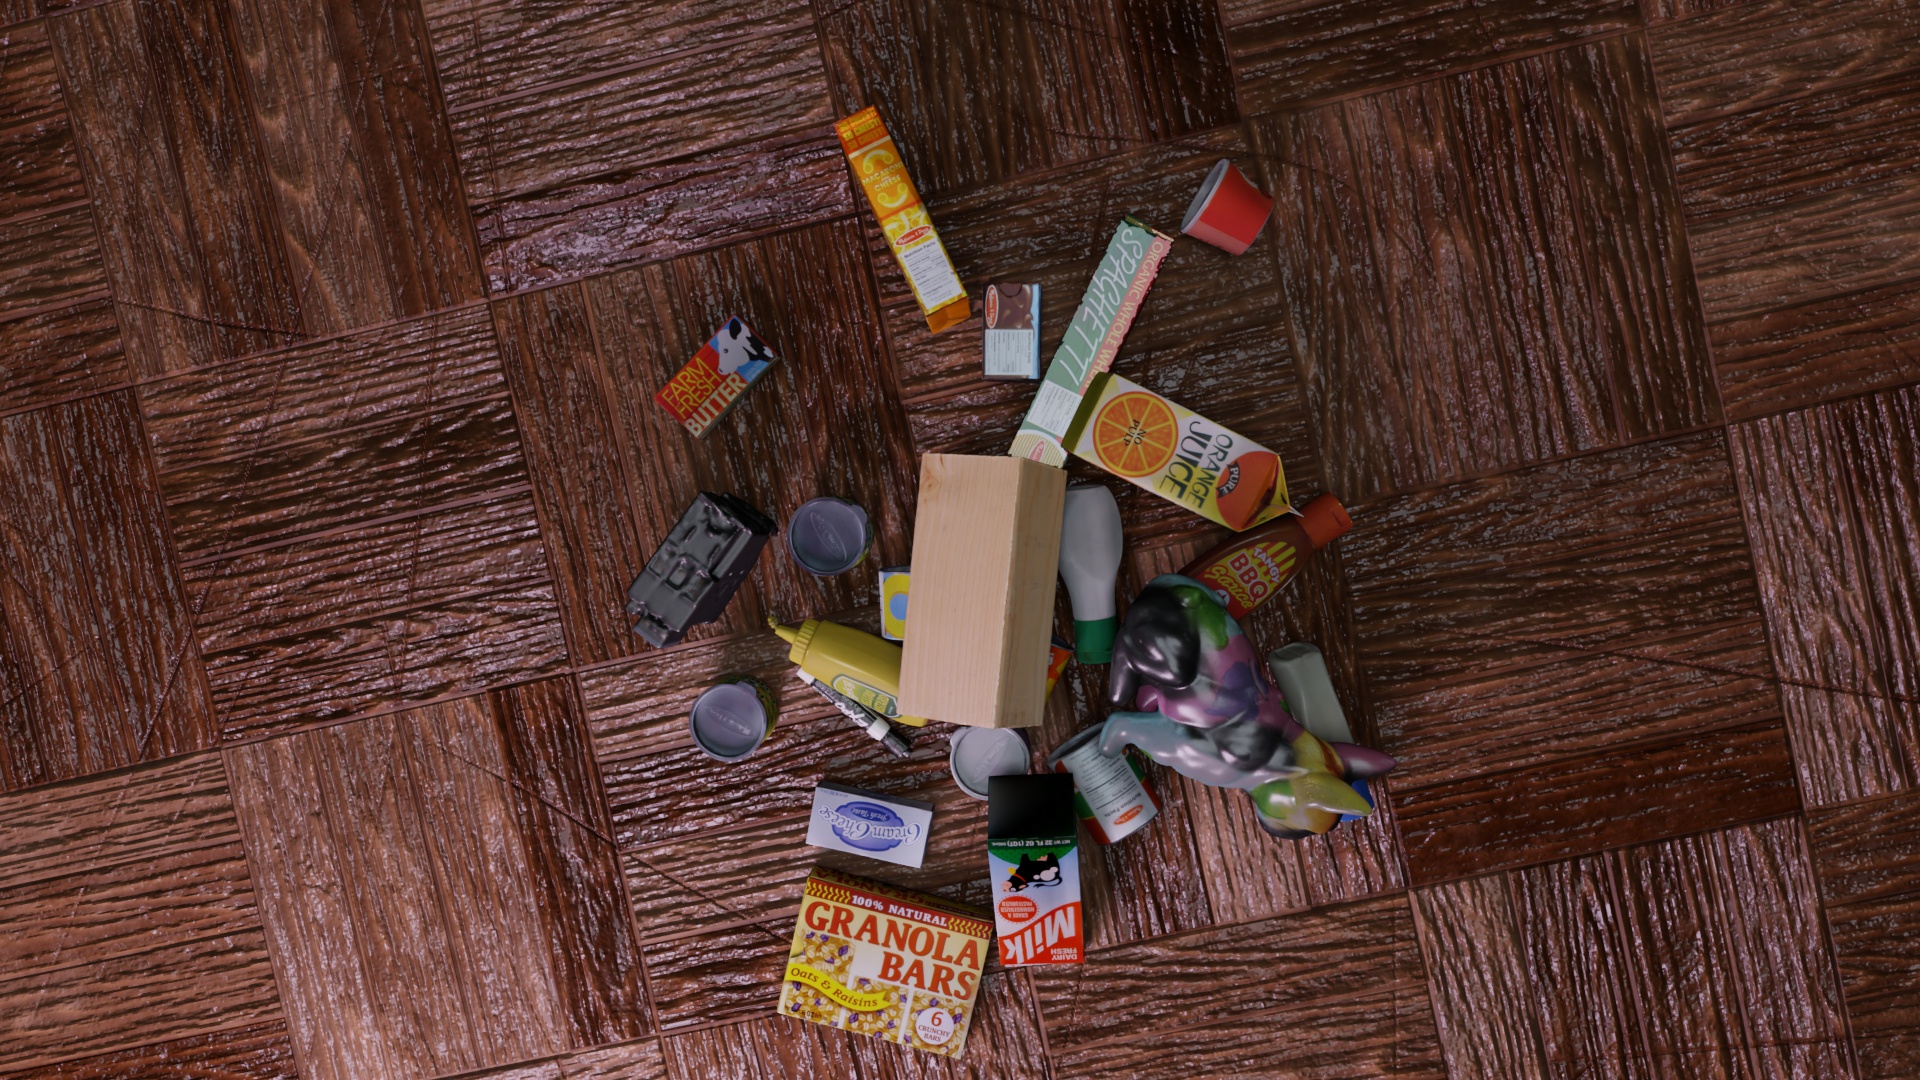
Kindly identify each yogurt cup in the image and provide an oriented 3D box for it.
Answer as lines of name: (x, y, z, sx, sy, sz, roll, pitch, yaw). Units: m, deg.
yogurt cup: (0.221, -0.271, 1.142, 0.054, 0.072, 0.072, 29, 94, -6)

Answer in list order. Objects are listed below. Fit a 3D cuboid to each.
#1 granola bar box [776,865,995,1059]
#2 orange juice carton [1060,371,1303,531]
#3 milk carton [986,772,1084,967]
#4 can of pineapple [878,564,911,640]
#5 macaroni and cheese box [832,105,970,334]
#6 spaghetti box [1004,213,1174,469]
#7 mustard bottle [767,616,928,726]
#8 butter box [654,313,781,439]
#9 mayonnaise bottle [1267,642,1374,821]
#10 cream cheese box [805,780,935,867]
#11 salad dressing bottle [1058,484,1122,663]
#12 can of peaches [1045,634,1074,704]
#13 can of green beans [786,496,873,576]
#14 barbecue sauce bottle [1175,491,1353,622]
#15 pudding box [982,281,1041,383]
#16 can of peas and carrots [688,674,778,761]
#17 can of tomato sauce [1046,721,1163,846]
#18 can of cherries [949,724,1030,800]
granola bar box: (-0.064, 0.363, 1.199, 0.166, 0.039, 0.124, 13, 93, 3)
orange juice carton: (0.186, -0.065, 1.134, 0.193, 0.072, 0.073, 25, 95, -7)
milk carton: (0.064, 0.287, 1.150, 0.072, 0.074, 0.189, -4, 123, 4)
can of pineapple: (-0.033, 0.051, 1.169, 0.071, 0.071, 0.058, -2, 94, 4)
macaroni and cheese box: (-0.044, -0.256, 1.128, 0.040, 0.124, 0.166, -26, 91, 2)
spaghetti box: (0.104, -0.150, 1.171, 0.050, 0.029, 0.249, 26, 94, 1)
mustard bottle: (-0.093, 0.104, 1.175, 0.160, 0.065, 0.049, 24, 59, 4)
butter box: (-0.208, -0.140, 1.193, 0.053, 0.024, 0.103, 45, 94, 0)
mayonnaise bottle: (0.302, 0.160, 1.158, 0.041, 0.065, 0.148, -23, 95, -3)
cream cheese box: (-0.078, 0.246, 1.202, 0.104, 0.024, 0.053, 11, 95, 3)
salad dressing bottle: (0.109, 0.028, 1.169, 0.064, 0.044, 0.147, -10, 97, -30)
can of peaches: (0.053, 0.102, 1.164, 0.071, 0.071, 0.058, 27, 95, 2)
can of green beans: (-0.109, -0.005, 1.176, 0.071, 0.058, 0.071, 0, 93, 4)
barbecue sauce bottle: (0.256, 0.015, 1.161, 0.148, 0.044, 0.065, -34, 100, 4)
pudding box: (0.044, -0.175, 1.173, 0.050, 0.030, 0.083, 0, 93, 5)
can of peas and carrots: (-0.192, 0.148, 1.187, 0.071, 0.059, 0.071, 0, 92, 3)
can of tomato sauce: (0.120, 0.204, 1.169, 0.071, 0.071, 0.083, -32, 90, 5)
can of cherries: (0.025, 0.179, 1.176, 0.071, 0.058, 0.071, 0, 94, 4)
